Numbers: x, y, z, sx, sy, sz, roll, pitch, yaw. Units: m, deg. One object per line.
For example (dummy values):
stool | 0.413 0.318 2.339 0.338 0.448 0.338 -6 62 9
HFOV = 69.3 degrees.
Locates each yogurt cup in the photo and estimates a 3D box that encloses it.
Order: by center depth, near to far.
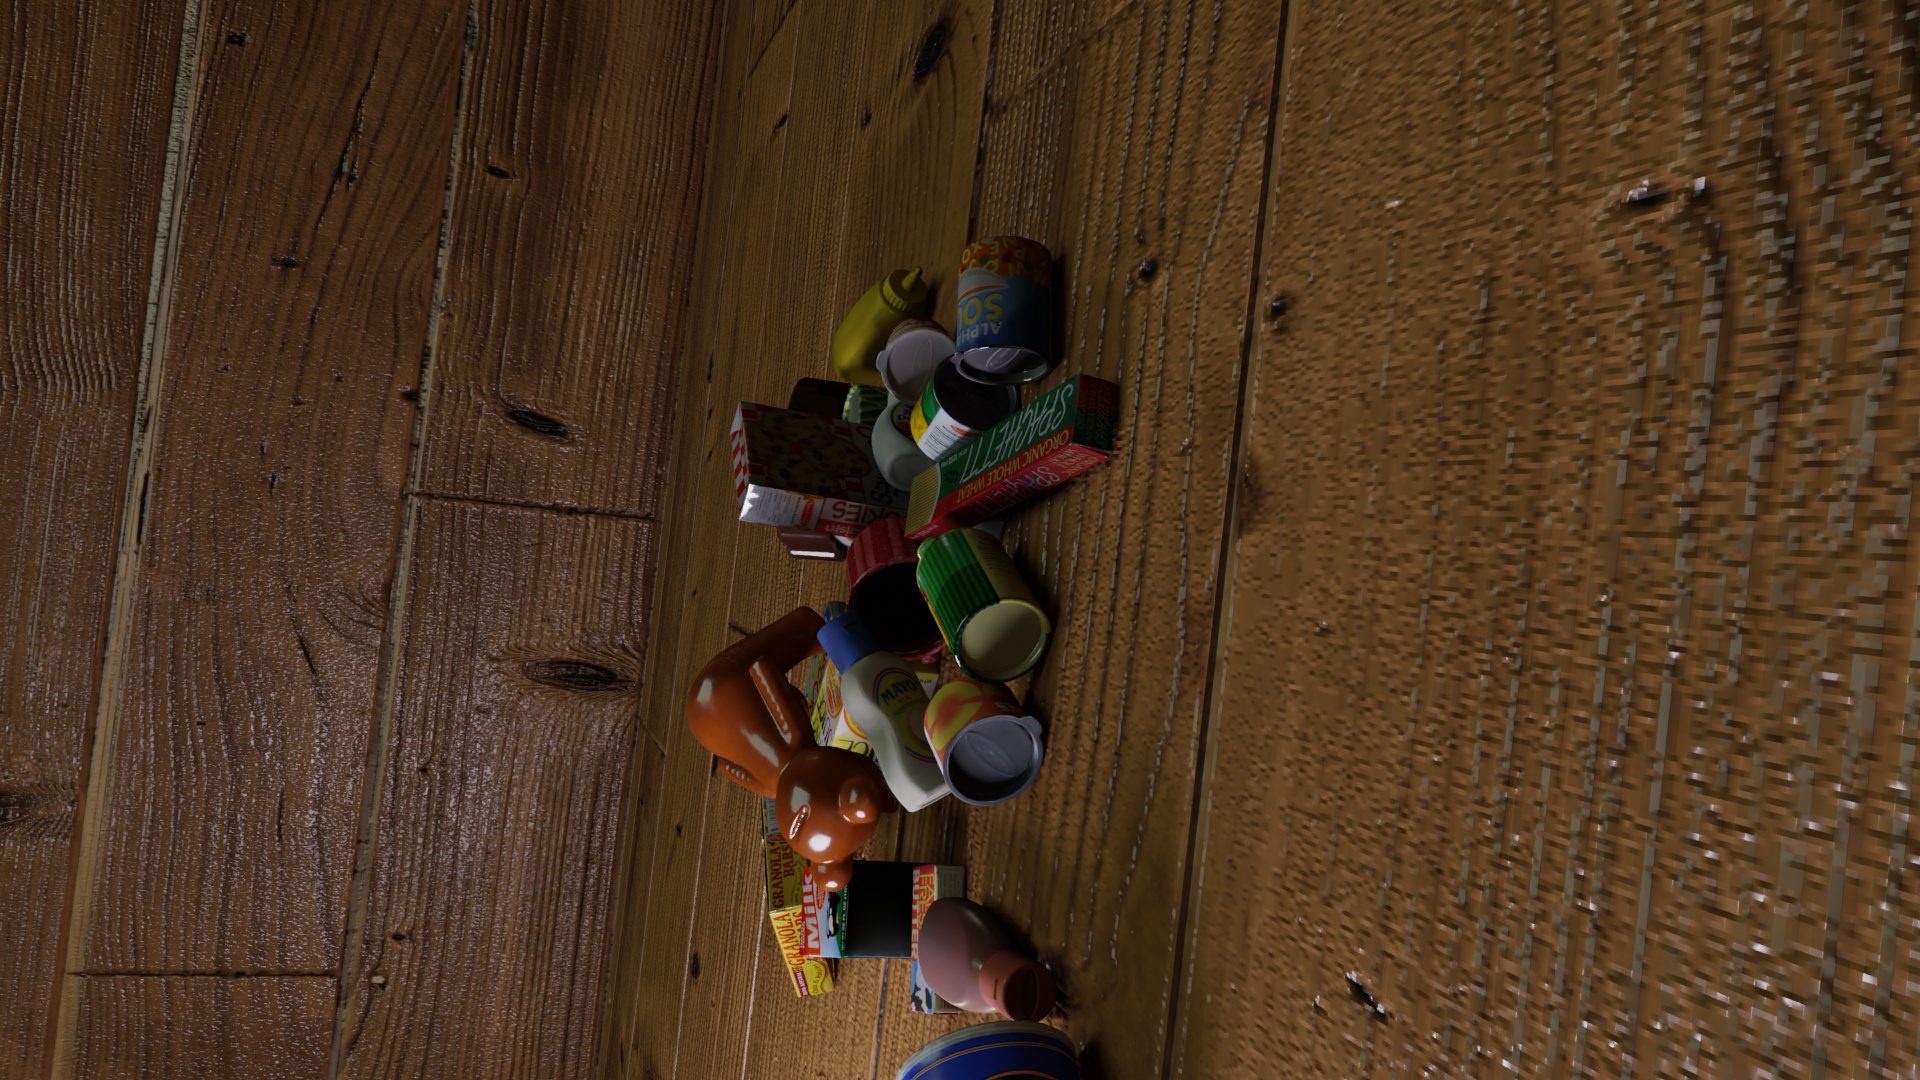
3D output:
yogurt cup | -0.033 -0.151 1.145 0.054 0.072 0.072 -103 26 -63

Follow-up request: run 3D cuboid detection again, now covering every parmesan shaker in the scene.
parmesan shaker | 0.012 0.042 0.928 0.103 0.071 0.071 -119 40 -61

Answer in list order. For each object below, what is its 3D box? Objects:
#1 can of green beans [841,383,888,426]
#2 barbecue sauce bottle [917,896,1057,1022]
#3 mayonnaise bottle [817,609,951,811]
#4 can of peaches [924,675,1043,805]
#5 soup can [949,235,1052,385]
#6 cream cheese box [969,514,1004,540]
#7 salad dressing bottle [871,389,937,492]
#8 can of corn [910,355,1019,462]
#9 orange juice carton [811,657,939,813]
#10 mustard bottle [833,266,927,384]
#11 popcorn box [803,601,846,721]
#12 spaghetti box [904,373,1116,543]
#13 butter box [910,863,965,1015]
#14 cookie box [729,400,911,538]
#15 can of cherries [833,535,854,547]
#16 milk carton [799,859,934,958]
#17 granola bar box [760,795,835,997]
can of green beans | -0.072 -0.105 1.250 0.071 0.058 0.071 -172 89 -71
barbecue sauce bottle | 0.015 0.270 0.880 0.148 0.044 0.065 169 107 -70
mayonnaise bottle | -0.051 0.119 1.002 0.148 0.065 0.041 55 139 15
can of peaches | 0.016 0.127 0.900 0.058 0.071 0.071 -125 45 -64
soup can | 0.028 -0.158 0.953 0.071 0.071 0.084 142 132 -65
cream cheese box | 0.004 -0.013 1.047 0.104 0.024 0.053 -119 41 -60
salad dressing bottle | -0.043 -0.101 1.165 0.043 0.064 0.148 -55 23 31
can of corn | 0.003 -0.097 1.015 0.058 0.071 0.071 127 145 -57
orange juice carton | -0.082 0.162 1.162 0.073 0.072 0.191 -112 34 -55
mustard bottle | -0.065 -0.202 1.266 0.159 0.065 0.049 -47 45 51
popcorn box | -0.117 0.133 1.329 0.085 0.038 0.126 -114 35 -56
spaghetti box | 0.027 -0.049 0.936 0.249 0.029 0.050 -27 52 60
butter box | -0.016 0.285 0.998 0.053 0.024 0.104 142 132 -64
cookie box | -0.102 -0.053 1.149 0.123 0.167 0.040 -107 33 -51
can of cherries | -0.077 -0.031 1.231 0.072 0.071 0.058 -110 33 -54
milk carton | -0.081 0.296 1.107 0.190 0.073 0.072 143 131 -66
granola bar box | -0.148 0.320 1.263 0.164 0.039 0.125 84 176 -47
